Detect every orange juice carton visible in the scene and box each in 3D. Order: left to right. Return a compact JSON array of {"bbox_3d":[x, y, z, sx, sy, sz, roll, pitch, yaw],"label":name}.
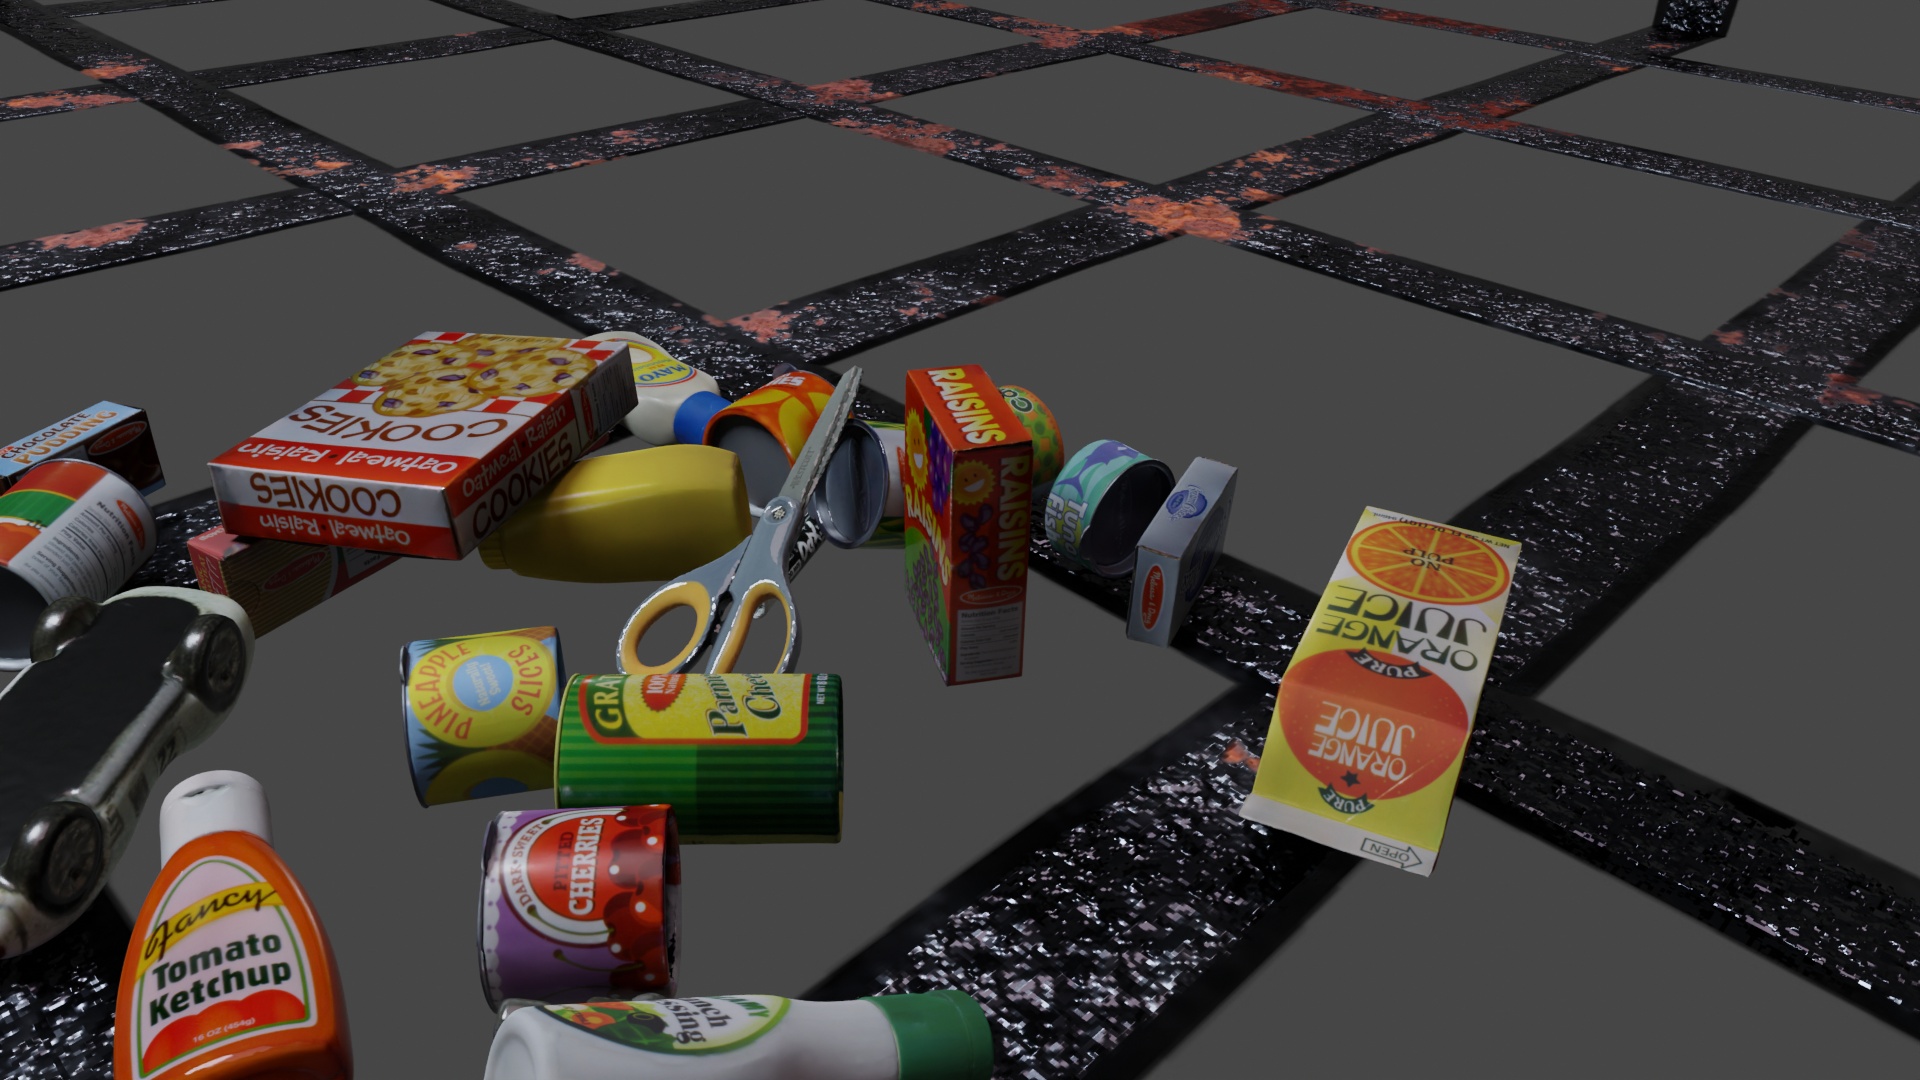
[{"bbox_3d":[0.176,0.066,0.574,0.072,0.072,0.194,15,34,21],"label":"orange juice carton"}]

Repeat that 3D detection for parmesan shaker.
[{"bbox_3d":[-0.098,0.083,0.539,0.103,0.071,0.071,0,31,-4],"label":"parmesan shaker"}]

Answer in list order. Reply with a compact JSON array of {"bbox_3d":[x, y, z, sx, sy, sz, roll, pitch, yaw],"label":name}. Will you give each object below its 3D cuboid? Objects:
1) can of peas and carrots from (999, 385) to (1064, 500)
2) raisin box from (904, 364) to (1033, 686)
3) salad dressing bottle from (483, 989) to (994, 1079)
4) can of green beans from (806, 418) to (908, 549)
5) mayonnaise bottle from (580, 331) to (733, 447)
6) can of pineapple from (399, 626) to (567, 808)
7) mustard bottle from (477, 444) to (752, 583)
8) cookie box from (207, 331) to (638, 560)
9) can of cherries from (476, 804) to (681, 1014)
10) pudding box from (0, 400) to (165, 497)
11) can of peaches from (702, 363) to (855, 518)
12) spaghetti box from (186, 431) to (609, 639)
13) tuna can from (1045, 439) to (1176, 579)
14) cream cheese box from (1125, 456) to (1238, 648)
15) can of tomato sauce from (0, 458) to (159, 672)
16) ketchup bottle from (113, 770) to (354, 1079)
[{"bbox_3d":[0.013,-0.048,0.757,0.059,0.070,0.071,-24,40,-37],"label":"can of peas and carrots"},{"bbox_3d":[0.002,-0.008,0.639,0.040,0.122,0.086,-7,32,-13],"label":"raisin box"},{"bbox_3d":[-0.058,0.153,0.400,0.148,0.044,0.064,10,-10,-38],"label":"salad dressing bottle"},{"bbox_3d":[-0.035,-0.028,0.712,0.058,0.071,0.071,2,24,-41],"label":"can of green beans"},{"bbox_3d":[-0.179,-0.085,0.836,0.065,0.041,0.148,-24,39,-39],"label":"mayonnaise bottle"},{"bbox_3d":[-0.187,0.069,0.554,0.058,0.070,0.071,-7,32,-14],"label":"can of pineapple"},{"bbox_3d":[-0.187,-0.010,0.693,0.160,0.065,0.049,-5,35,-2],"label":"mustard bottle"},{"bbox_3d":[-0.252,-0.051,0.675,0.123,0.040,0.168,5,31,15],"label":"cookie box"},{"bbox_3d":[-0.126,0.122,0.468,0.058,0.071,0.072,-1,31,-6],"label":"can of cherries"},{"bbox_3d":[-0.466,-0.034,0.729,0.030,0.049,0.084,15,34,17],"label":"pudding box"},{"bbox_3d":[-0.100,-0.055,0.762,0.071,0.071,0.058,18,36,26],"label":"can of peaches"},{"bbox_3d":[-0.280,-0.029,0.730,0.029,0.050,0.251,18,35,24],"label":"spaghetti box"},{"bbox_3d":[0.075,-0.015,0.710,0.071,0.070,0.033,-24,38,-35],"label":"tuna can"},{"bbox_3d":[0.110,0.004,0.692,0.024,0.053,0.104,16,34,19],"label":"cream cheese box"},{"bbox_3d":[-0.427,0.011,0.642,0.071,0.070,0.083,1,32,-1],"label":"can of tomato sauce"},{"bbox_3d":[-0.246,0.136,0.466,0.065,0.043,0.149,-14,34,-24],"label":"ketchup bottle"}]
